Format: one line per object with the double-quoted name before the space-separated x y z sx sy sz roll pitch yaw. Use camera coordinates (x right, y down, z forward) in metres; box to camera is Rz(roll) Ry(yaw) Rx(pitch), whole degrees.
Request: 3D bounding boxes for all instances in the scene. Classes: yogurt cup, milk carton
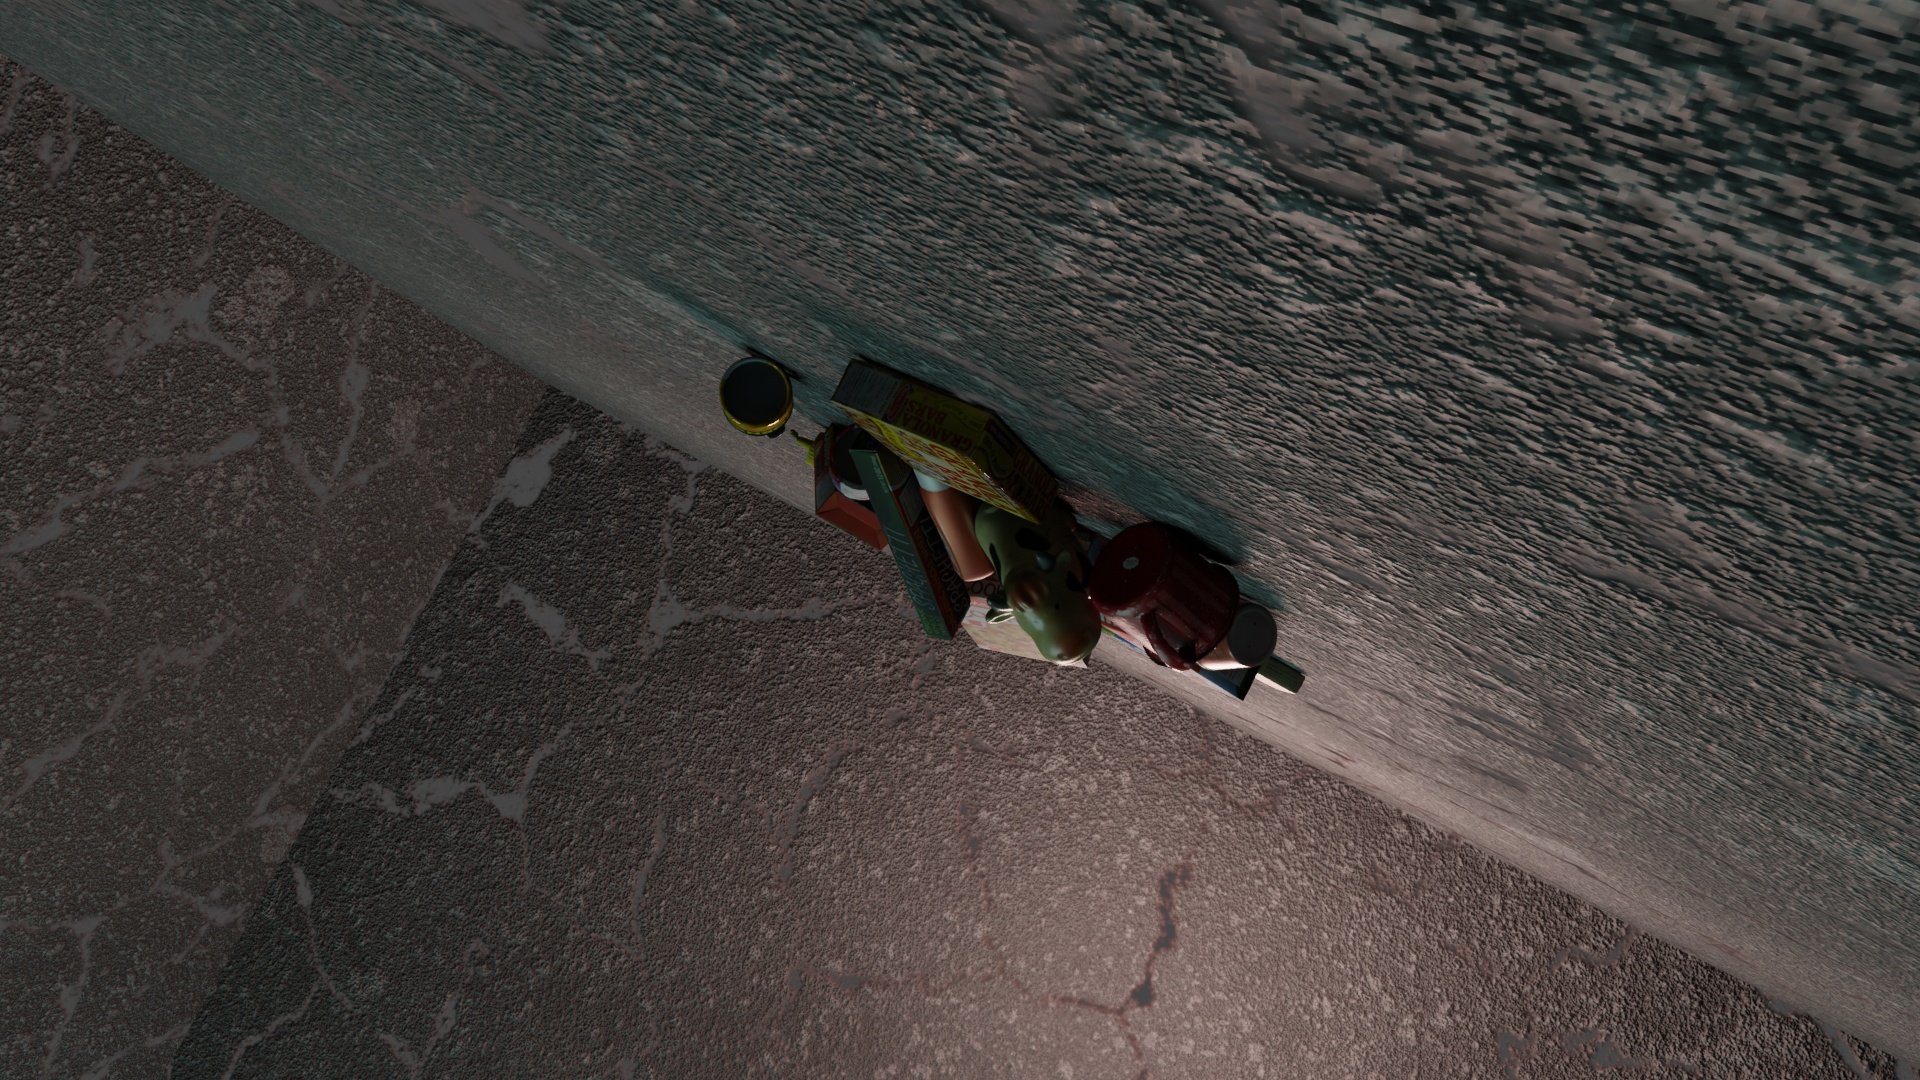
"yogurt cup" 0.237 0.080 1.204 0.072 0.072 0.054 30 167 -24
"milk carton" 0.198 0.074 1.281 0.190 0.073 0.072 31 173 -37

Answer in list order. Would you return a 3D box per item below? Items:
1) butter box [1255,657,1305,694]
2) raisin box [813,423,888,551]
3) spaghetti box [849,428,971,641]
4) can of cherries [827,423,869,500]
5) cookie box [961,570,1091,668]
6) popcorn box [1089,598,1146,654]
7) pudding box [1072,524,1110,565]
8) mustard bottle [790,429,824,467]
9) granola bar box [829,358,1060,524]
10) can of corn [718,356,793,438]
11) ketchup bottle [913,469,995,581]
"butter box" 0.326 0.136 1.540 0.103 0.024 0.053 28 175 -13
"raisin box" -0.108 -0.057 1.438 0.086 0.040 0.124 30 -152 -26
"spaghetti box" -0.041 -0.007 1.238 0.028 0.050 0.248 8 140 26
"can of cherries" -0.094 -0.078 1.334 0.071 0.071 0.058 27 172 1
"cookie box" 0.058 0.073 1.394 0.123 0.040 0.167 10 159 21
"popcorn box" 0.193 0.084 1.459 0.127 0.038 0.085 27 -160 7
"pudding box" 0.127 0.014 1.296 0.050 0.030 0.083 21 172 46
"mustard bottle" -0.120 -0.081 1.546 0.160 0.049 0.065 27 177 0
"granola bar box" -0.007 -0.073 1.044 0.124 0.039 0.165 24 174 26
"can of corn" -0.184 -0.129 1.262 0.071 0.071 0.058 28 174 -4
"ketchup bottle" -0.007 -0.032 1.207 0.148 0.043 0.065 66 -172 -46
